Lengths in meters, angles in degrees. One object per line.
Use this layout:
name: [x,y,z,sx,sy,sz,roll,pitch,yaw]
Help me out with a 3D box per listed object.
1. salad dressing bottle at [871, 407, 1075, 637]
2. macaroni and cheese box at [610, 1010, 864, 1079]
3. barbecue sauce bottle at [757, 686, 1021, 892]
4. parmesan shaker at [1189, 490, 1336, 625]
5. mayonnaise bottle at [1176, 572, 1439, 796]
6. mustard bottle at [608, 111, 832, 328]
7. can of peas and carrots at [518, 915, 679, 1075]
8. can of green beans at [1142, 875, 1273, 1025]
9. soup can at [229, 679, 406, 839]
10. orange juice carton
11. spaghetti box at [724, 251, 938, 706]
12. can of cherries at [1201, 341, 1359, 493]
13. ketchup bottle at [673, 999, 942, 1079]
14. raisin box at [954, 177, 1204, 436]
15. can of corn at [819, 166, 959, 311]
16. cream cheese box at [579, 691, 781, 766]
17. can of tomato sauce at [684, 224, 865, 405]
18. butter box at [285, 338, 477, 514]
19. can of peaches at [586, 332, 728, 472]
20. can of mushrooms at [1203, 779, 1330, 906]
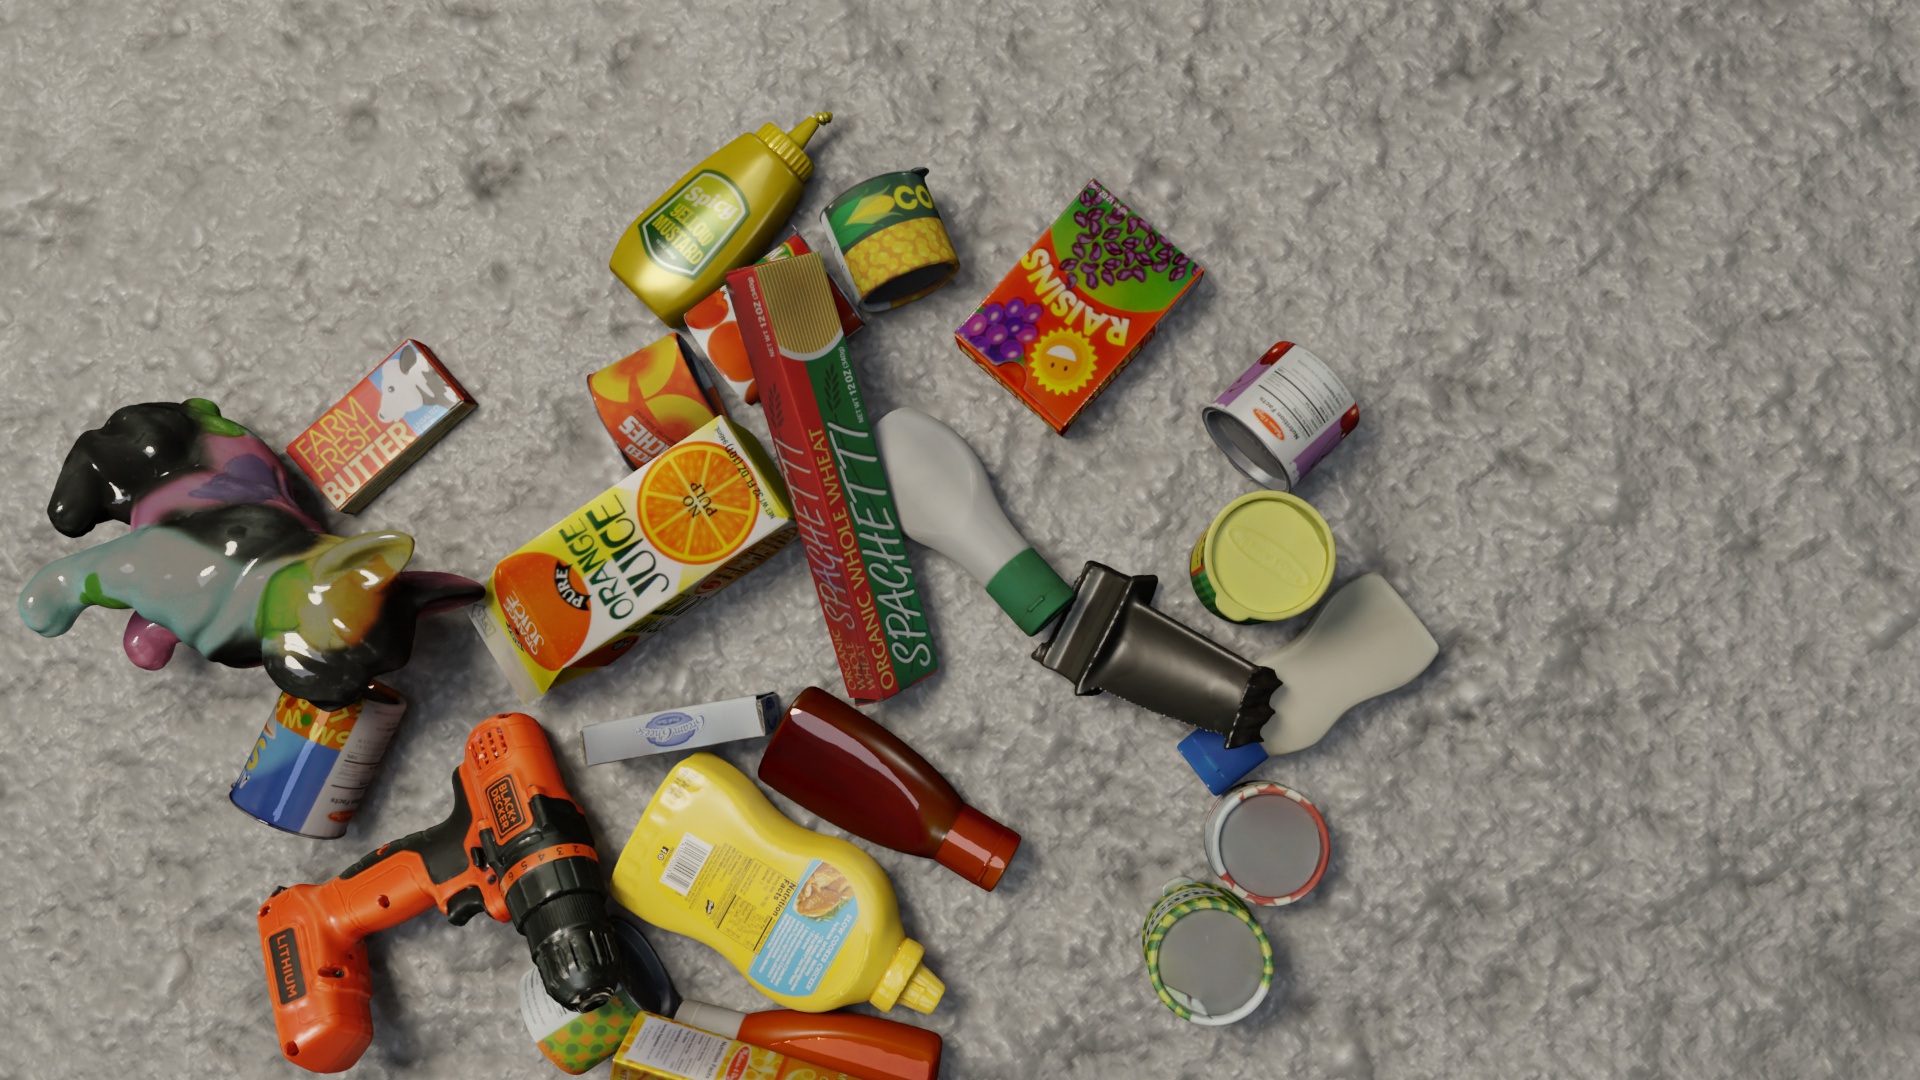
salad dressing bottle: [0.003,-0.010,0.791,0.064,0.044,0.148,-44,78,7]
macaroni and cheese box: [-0.106,0.331,0.747,0.166,0.040,0.123,15,117,5]
barbecue sauce bottle: [-0.038,0.144,0.782,0.148,0.044,0.064,30,116,5]
parmesan shaker: [0.159,0.014,0.753,0.071,0.103,0.071,0,84,4]
mayonnaise bottle: [0.190,0.084,0.776,0.148,0.041,0.065,-38,82,1]
mustard bottle: [-0.135,-0.200,0.824,0.065,0.049,0.160,43,89,6]
can of peas and carrots: [-0.202,0.255,0.777,0.059,0.071,0.071,-33,83,1]
can of green beans: [0.133,0.224,0.757,0.071,0.058,0.071,0,84,4]
soup can: [-0.372,0.119,0.802,0.071,0.071,0.084,24,86,6]
orange juice carton: [-0.188,0.014,0.795,0.193,0.073,0.072,-33,83,1]
spaghetti box: [-0.068,-0.032,0.766,0.028,0.050,0.249,-5,105,45]
can of cherries: [0.179,-0.069,0.779,0.058,0.071,0.071,-43,83,-7]
ketchup bottle: [-0.088,0.291,0.774,0.149,0.043,0.064,11,97,6]
raisin box: [0.068,-0.134,0.807,0.086,0.040,0.123,42,89,6]
can of corn: [-0.038,-0.174,0.804,0.071,0.071,0.058,-23,84,2]
cream cheese box: [-0.158,0.107,0.793,0.104,0.053,0.024,-10,86,3]
can of tomato sauce: [-0.109,-0.129,0.805,0.083,0.071,0.071,-36,83,1]
butter box: [-0.350,-0.068,0.839,0.103,0.024,0.053,-42,84,0]
can of peaches: [-0.174,-0.078,0.805,0.058,0.071,0.071,-27,83,1]
can of mushrooms: [0.172,0.168,0.772,0.071,0.033,0.071,0,84,5]
